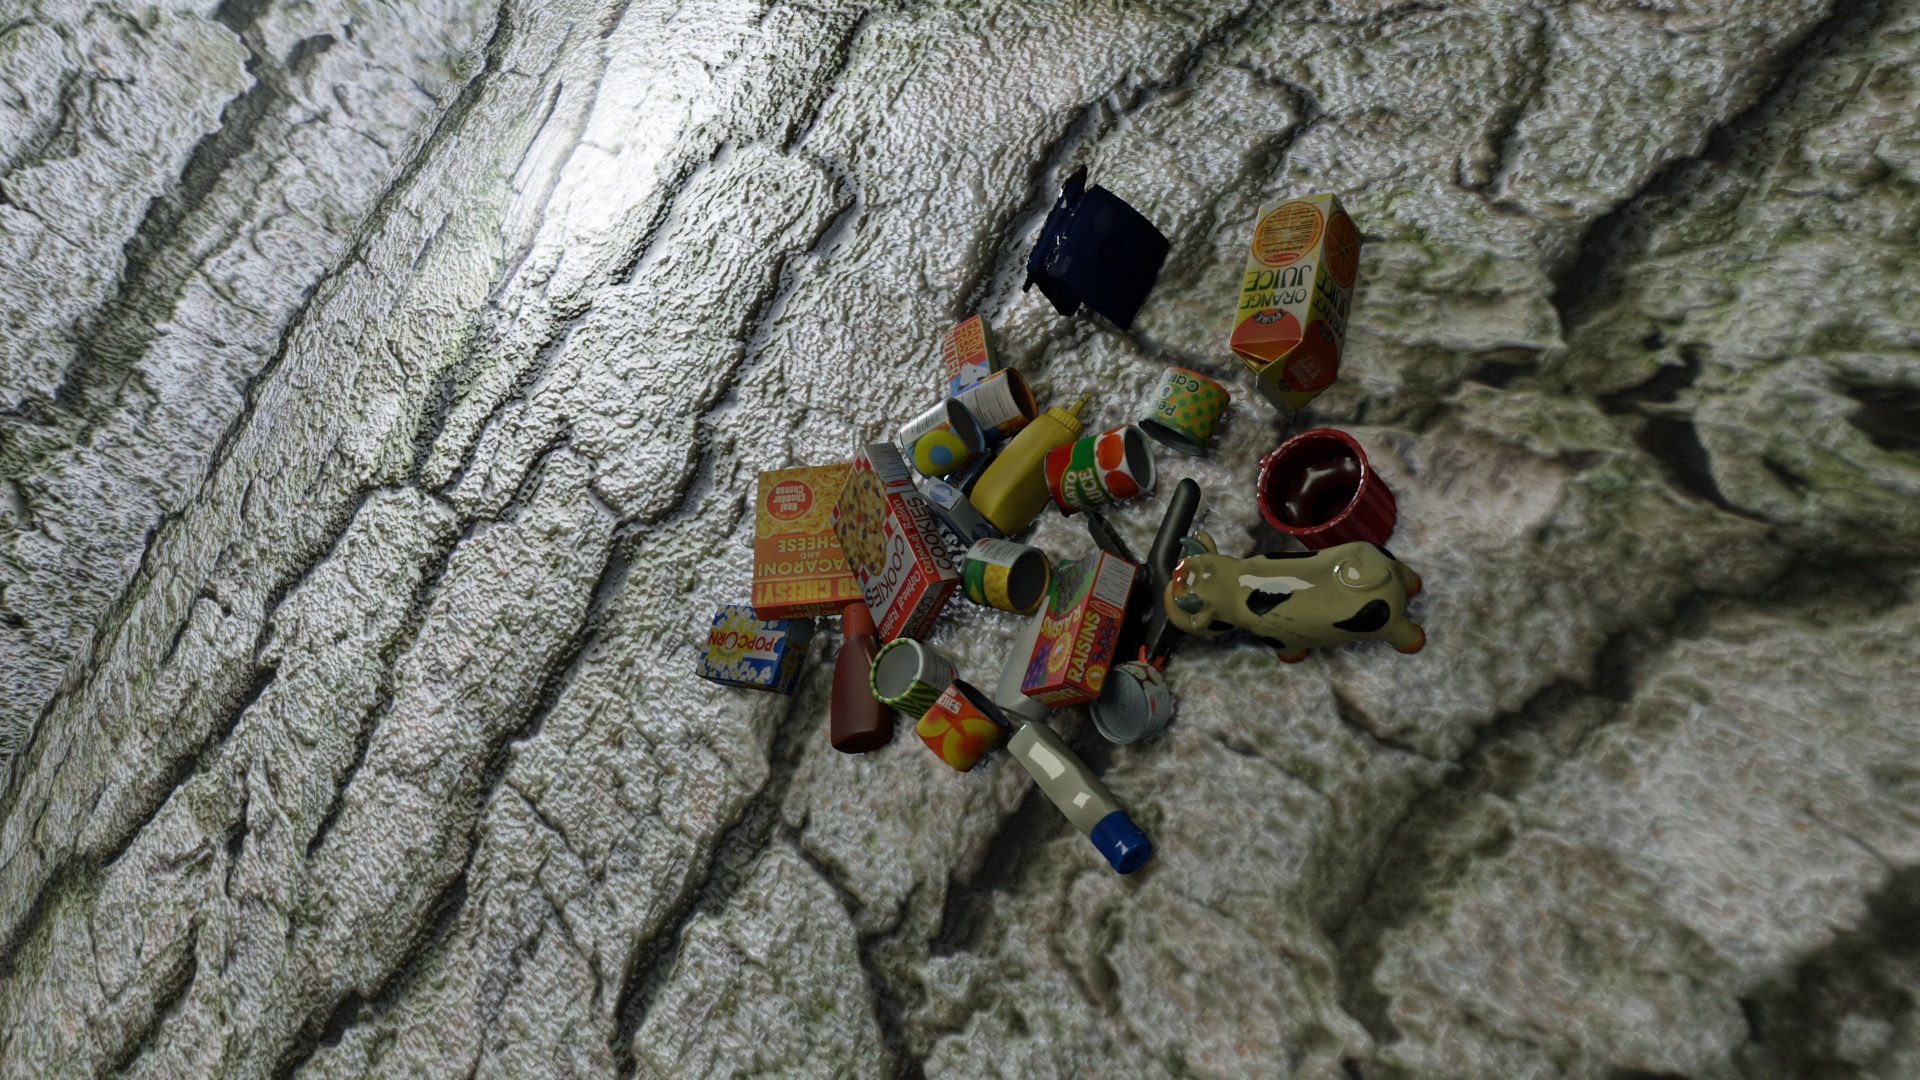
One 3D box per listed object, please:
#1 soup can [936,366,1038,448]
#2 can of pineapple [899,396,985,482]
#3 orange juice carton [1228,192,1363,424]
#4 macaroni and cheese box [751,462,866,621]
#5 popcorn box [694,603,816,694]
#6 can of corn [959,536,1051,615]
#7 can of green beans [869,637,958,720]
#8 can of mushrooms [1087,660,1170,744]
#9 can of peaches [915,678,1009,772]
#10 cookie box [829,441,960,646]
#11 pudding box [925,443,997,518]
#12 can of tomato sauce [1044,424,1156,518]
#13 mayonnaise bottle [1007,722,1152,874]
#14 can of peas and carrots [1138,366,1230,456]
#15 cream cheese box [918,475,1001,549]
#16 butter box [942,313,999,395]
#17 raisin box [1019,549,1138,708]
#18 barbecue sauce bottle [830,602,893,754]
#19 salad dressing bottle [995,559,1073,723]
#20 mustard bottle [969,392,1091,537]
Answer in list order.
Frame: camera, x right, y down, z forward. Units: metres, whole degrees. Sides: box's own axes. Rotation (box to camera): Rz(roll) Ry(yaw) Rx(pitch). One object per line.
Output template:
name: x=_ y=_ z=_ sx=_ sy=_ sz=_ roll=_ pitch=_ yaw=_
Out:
soup can: x=0.029 y=-0.130 z=1.410 sx=0.083 sy=0.071 sz=0.071 roll=-23 pitch=53 yaw=24
can of pineapple: x=-0.016 y=-0.098 z=1.359 sx=0.057 sy=0.071 sz=0.071 roll=-31 pitch=50 yaw=24
orange juice carton: x=0.294 y=-0.204 z=1.228 sx=0.073 sy=0.071 sz=0.193 roll=-1 pitch=66 yaw=40
macaroni and cheese box: x=-0.154 y=0.001 z=1.471 sx=0.124 sy=0.040 sz=0.167 roll=-5 pitch=60 yaw=5
popcorn box: x=-0.222 y=0.116 z=1.497 sx=0.126 sy=0.038 sz=0.085 roll=2 pitch=67 yaw=40
can of corn: x=0.043 y=0.036 z=1.306 sx=0.058 sy=0.071 sz=0.071 roll=12 pitch=75 yaw=42
can of green beans: x=-0.045 y=0.133 z=1.327 sx=0.071 sy=0.057 sz=0.071 roll=-19 pitch=55 yaw=31
can of mushrooms: x=0.141 y=0.135 z=1.172 sx=0.071 sy=0.033 sz=0.071 roll=10 pitch=104 yaw=47
can of peaches: x=0.000 y=0.167 z=1.262 sx=0.058 sy=0.071 sz=0.071 roll=-50 pitch=45 yaw=8
cookie box: x=-0.067 y=0.007 z=1.365 sx=0.168 sy=0.040 sz=0.122 roll=64 pitch=146 yaw=26
pudding box: x=0.009 y=-0.053 z=1.394 sx=0.083 sy=0.049 sz=0.030 roll=-53 pitch=47 yaw=3
can of tomato sauce: x=0.130 y=-0.064 z=1.288 sx=0.083 sy=0.071 sz=0.071 roll=-16 pitch=57 yaw=32
mayonnaise bottle: x=0.101 y=0.215 z=1.160 sx=0.041 sy=0.064 sz=0.148 roll=-49 pitch=49 yaw=6
can of peas and carrots: x=0.201 y=-0.118 z=1.257 sx=0.071 sy=0.071 sz=0.059 roll=21 pitch=80 yaw=44
cream cheese box: x=0.005 y=-0.017 z=1.338 sx=0.024 sy=0.103 sz=0.053 roll=-49 pitch=44 yaw=-8
butter box: x=0.012 y=-0.189 z=1.486 sx=0.053 sy=0.024 sz=0.104 roll=-27 pitch=52 yaw=25
raisin box: x=0.101 y=0.077 z=1.192 sx=0.086 sy=0.040 sz=0.124 roll=-26 pitch=41 yaw=64
barbecue sauce bottle: x=-0.099 y=0.134 z=1.382 sx=0.064 sy=0.043 sz=0.149 roll=-23 pitch=53 yaw=28
salad dressing bottle: x=0.080 y=0.090 z=1.259 sx=0.064 sy=0.044 sz=0.148 roll=8 pitch=70 yaw=52
mustard bottle: x=0.076 y=-0.080 z=1.349 sx=0.049 sy=0.065 sz=0.160 roll=34 pitch=84 yaw=41
